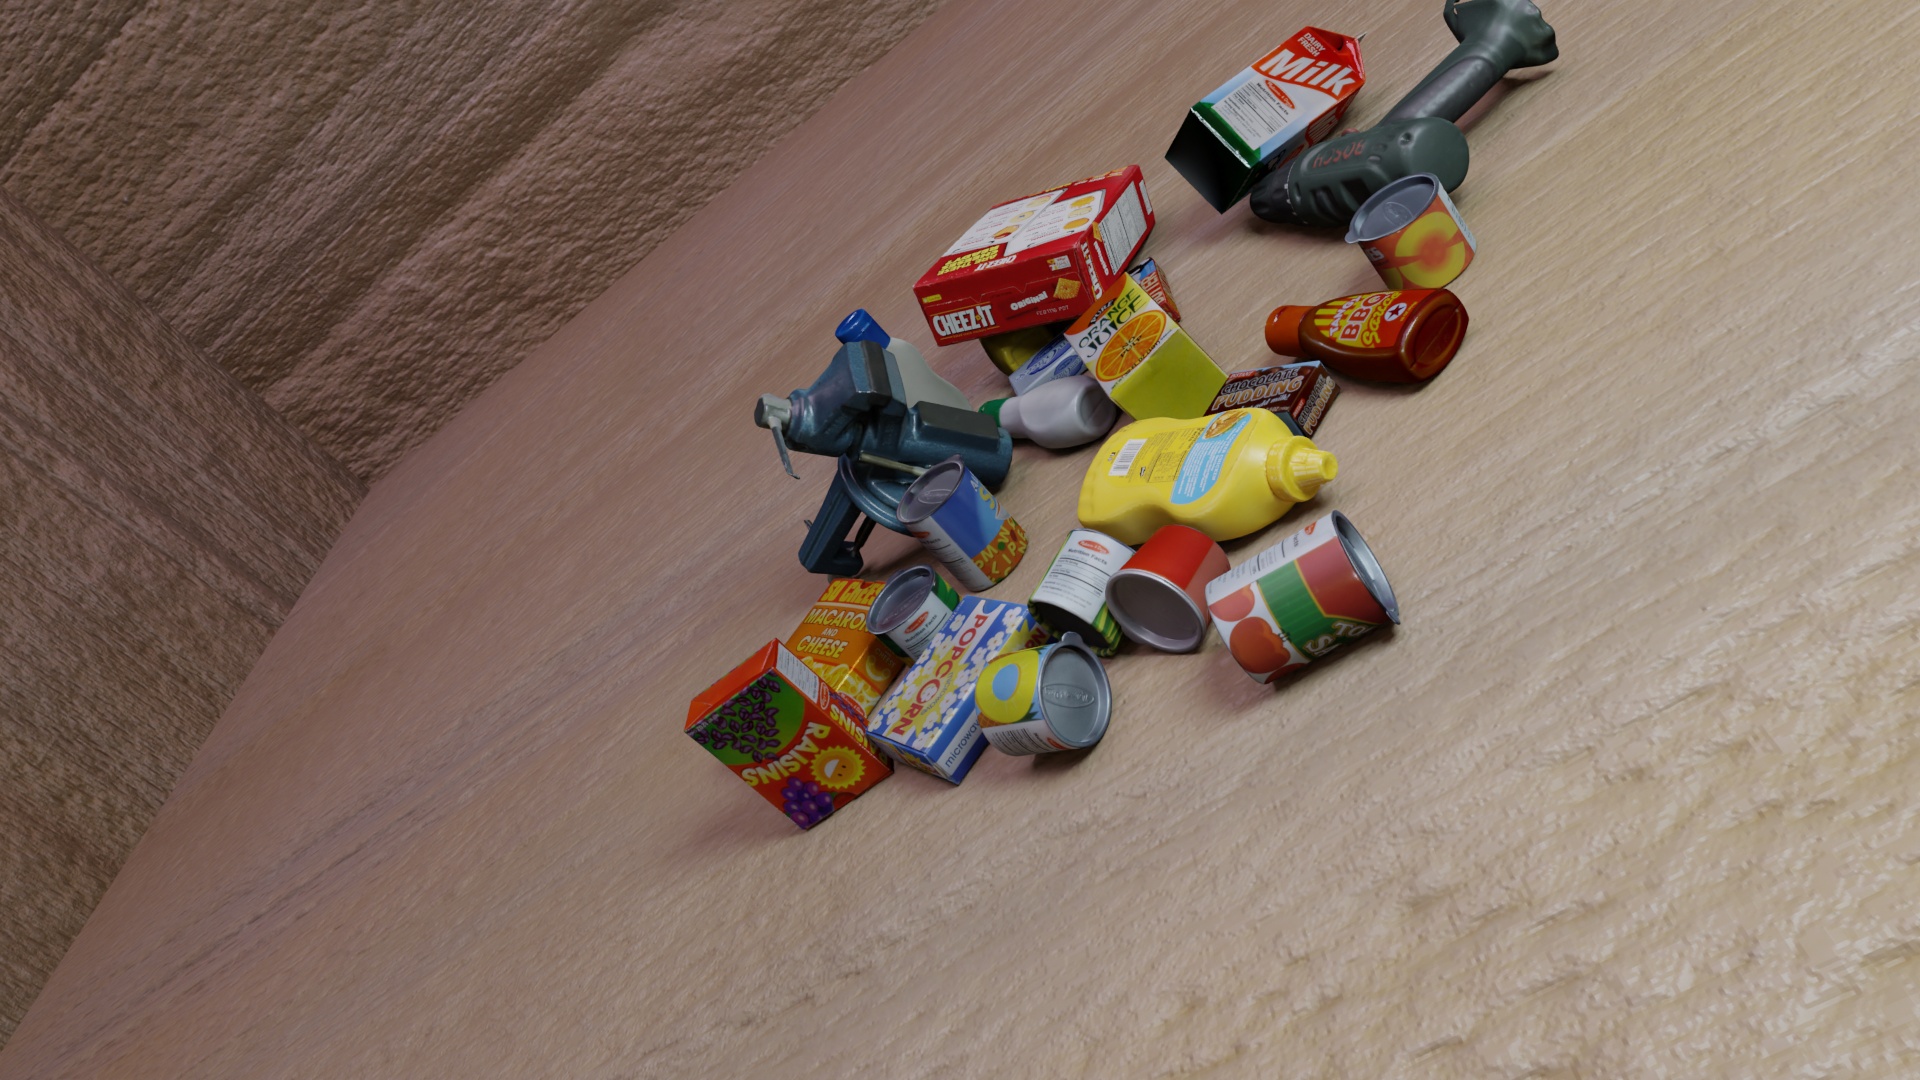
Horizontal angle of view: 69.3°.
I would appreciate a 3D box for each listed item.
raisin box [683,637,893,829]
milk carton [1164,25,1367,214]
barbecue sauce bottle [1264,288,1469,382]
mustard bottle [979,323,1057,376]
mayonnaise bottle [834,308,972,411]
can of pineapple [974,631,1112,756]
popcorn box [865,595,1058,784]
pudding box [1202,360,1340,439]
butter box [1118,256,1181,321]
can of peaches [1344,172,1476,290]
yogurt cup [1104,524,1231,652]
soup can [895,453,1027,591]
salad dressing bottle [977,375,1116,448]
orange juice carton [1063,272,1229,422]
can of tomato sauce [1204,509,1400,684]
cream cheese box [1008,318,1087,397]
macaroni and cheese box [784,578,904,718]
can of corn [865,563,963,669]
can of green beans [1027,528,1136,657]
[{"bbox_3d":[-0.119,0.138,0.977,0.086,0.123,0.040,-36,26,16],"label":"raisin box"},{"bbox_3d":[0.272,-0.367,1.181,0.191,0.073,0.072,-39,-9,-20],"label":"milk carton"},{"bbox_3d":[0.266,-0.139,0.934,0.065,0.043,0.148,-50,26,-11],"label":"barbecue sauce bottle"},{"bbox_3d":[0.047,-0.202,1.334,0.065,0.048,0.161,-34,26,1],"label":"mustard bottle"},{"bbox_3d":[-0.055,-0.150,1.287,0.065,0.148,0.041,-54,27,-20],"label":"mayonnaise bottle"},{"bbox_3d":[0.051,0.097,0.861,0.057,0.071,0.071,-17,37,44],"label":"can of pineapple"},{"bbox_3d":[0.001,0.101,0.960,0.127,0.038,0.085,-53,26,-18],"label":"popcorn box"},{"bbox_3d":[0.213,-0.094,0.956,0.083,0.030,0.050,1,50,55],"label":"pudding box"},{"bbox_3d":[0.158,-0.206,1.210,0.053,0.024,0.104,-35,27,19],"label":"butter box"},{"bbox_3d":[0.310,-0.208,0.957,0.071,0.058,0.071,-34,28,21],"label":"can of peaches"},{"bbox_3d":[0.131,0.027,0.857,0.072,0.072,0.054,-8,35,50],"label":"yogurt cup"},{"bbox_3d":[0.004,-0.013,1.074,0.071,0.083,0.072,-33,28,20],"label":"soup can"},{"bbox_3d":[0.068,-0.106,1.167,0.147,0.044,0.064,1,53,57],"label":"salad dressing bottle"},{"bbox_3d":[0.141,-0.148,1.087,0.071,0.073,0.193,-45,25,13],"label":"orange juice carton"},{"bbox_3d":[0.188,0.034,0.764,0.083,0.071,0.071,-33,28,23],"label":"can of tomato sauce"},{"bbox_3d":[0.091,-0.162,1.238,0.103,0.024,0.053,-39,27,9],"label":"cream cheese box"},{"bbox_3d":[-0.105,0.106,1.101,0.123,0.040,0.167,1,51,55],"label":"macaroni and cheese box"},{"bbox_3d":[-0.027,0.060,1.038,0.071,0.058,0.071,-34,28,21],"label":"can of corn"},{"bbox_3d":[0.085,0.035,0.904,0.071,0.071,0.058,1,53,56],"label":"can of green beans"}]
